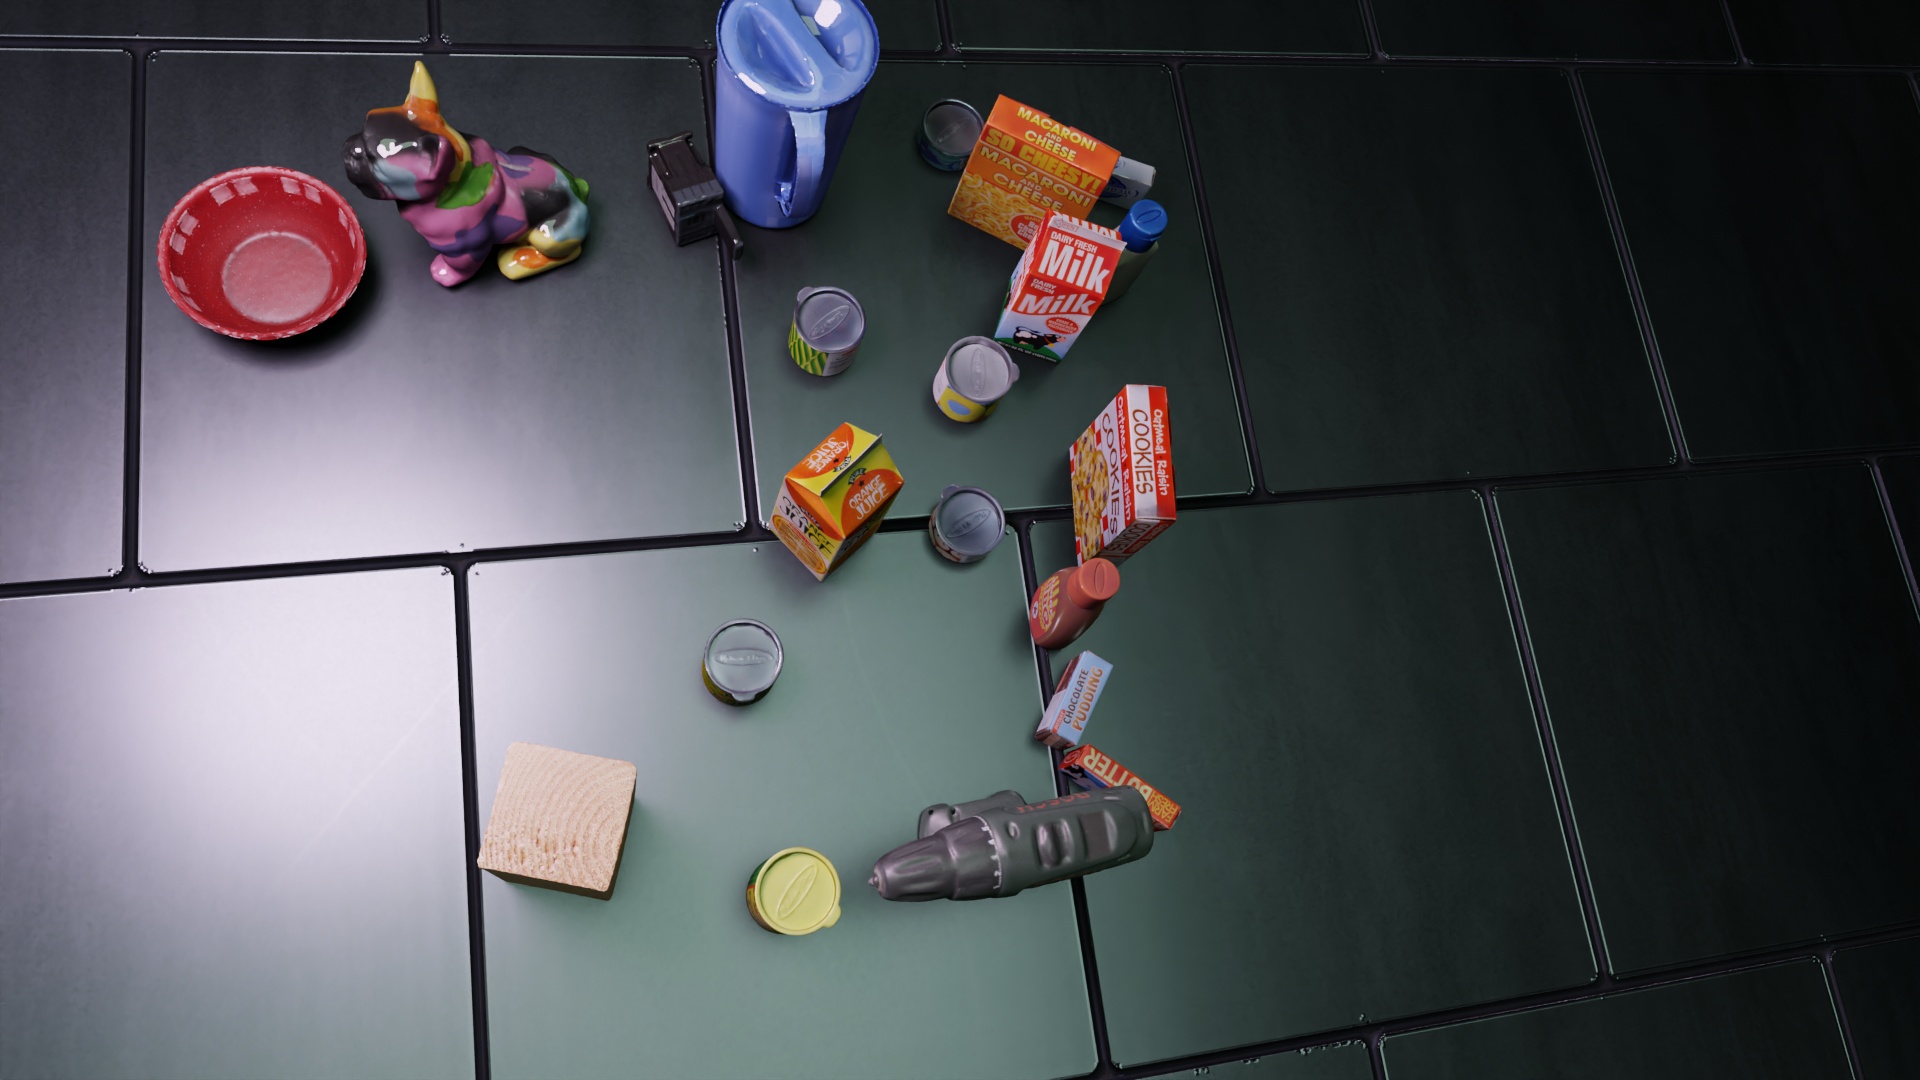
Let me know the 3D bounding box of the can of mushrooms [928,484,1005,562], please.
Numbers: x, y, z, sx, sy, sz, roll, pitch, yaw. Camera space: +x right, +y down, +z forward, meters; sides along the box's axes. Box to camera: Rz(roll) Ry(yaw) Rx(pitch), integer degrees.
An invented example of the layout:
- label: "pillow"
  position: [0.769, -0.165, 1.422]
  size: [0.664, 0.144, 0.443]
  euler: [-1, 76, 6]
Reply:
- label: "can of mushrooms"
  position: [0.005, -0.016, 1.278]
  size: [0.071, 0.033, 0.071]
  euler: [4, 73, -12]

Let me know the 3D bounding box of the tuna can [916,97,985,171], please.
- label: "tuna can"
  position: [-0.008, -0.405, 1.393]
  size: [0.071, 0.032, 0.071]
  euler: [4, 73, -12]

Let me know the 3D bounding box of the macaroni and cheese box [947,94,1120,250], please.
- label: "macaroni and cheese box"
  position: [0.066, -0.340, 1.319]
  size: [0.124, 0.166, 0.040]
  euler: [24, 70, -5]

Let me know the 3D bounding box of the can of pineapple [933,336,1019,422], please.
- label: "can of pineapple"
  position: [0.013, -0.150, 1.307]
  size: [0.071, 0.057, 0.071]
  euler: [4, 73, -12]

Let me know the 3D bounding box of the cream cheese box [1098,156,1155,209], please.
- label: "cream cheese box"
  position: [0.139, -0.371, 1.406]
  size: [0.104, 0.053, 0.024]
  euler: [16, 71, -8]

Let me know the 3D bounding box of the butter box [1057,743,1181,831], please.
- label: "butter box"
  position: [0.141, 0.220, 1.228]
  size: [0.103, 0.053, 0.024]
  euler: [35, 69, -1]

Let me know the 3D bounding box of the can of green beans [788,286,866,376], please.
- label: "can of green beans"
  position: [-0.124, -0.193, 1.288]
  size: [0.071, 0.057, 0.071]
  euler: [4, 73, -12]

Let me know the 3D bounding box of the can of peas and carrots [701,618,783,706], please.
- label: "can of peas and carrots"
  position: [-0.186, 0.107, 1.182]
  size: [0.071, 0.058, 0.071]
  euler: [4, 73, -12]

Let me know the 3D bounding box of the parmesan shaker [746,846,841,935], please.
- label: "parmesan shaker"
  position: [-0.134, 0.285, 1.117]
  size: [0.071, 0.102, 0.071]
  euler: [4, 73, -12]

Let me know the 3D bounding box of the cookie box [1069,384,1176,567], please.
- label: "cookie box"
  position: [0.145, -0.053, 1.251]
  size: [0.040, 0.167, 0.123]
  euler: [1, 74, -13]

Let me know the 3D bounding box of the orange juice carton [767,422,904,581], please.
- label: "orange juice carton"
  position: [-0.105, -0.035, 1.173]
  size: [0.073, 0.192, 0.072]
  euler: [45, 70, 2]

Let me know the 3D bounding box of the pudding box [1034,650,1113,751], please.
- label: "pudding box"
  position: [0.101, 0.144, 1.244]
  size: [0.030, 0.049, 0.084]
  euler: [29, 69, -4]

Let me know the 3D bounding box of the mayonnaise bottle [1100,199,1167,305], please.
- label: "mayonnaise bottle"
  position: [0.156, -0.275, 1.331]
  size: [0.065, 0.147, 0.041]
  euler: [-26, 81, -19]

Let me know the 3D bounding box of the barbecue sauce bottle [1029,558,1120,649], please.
- label: "barbecue sauce bottle"
  position: [0.100, 0.051, 1.219]
  size: [0.044, 0.148, 0.065]
  euler: [9, 72, -11]

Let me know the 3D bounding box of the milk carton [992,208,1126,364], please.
- label: "milk carton"
  position: [0.092, -0.241, 1.283]
  size: [0.072, 0.190, 0.073]
  euler: [18, 71, -8]
